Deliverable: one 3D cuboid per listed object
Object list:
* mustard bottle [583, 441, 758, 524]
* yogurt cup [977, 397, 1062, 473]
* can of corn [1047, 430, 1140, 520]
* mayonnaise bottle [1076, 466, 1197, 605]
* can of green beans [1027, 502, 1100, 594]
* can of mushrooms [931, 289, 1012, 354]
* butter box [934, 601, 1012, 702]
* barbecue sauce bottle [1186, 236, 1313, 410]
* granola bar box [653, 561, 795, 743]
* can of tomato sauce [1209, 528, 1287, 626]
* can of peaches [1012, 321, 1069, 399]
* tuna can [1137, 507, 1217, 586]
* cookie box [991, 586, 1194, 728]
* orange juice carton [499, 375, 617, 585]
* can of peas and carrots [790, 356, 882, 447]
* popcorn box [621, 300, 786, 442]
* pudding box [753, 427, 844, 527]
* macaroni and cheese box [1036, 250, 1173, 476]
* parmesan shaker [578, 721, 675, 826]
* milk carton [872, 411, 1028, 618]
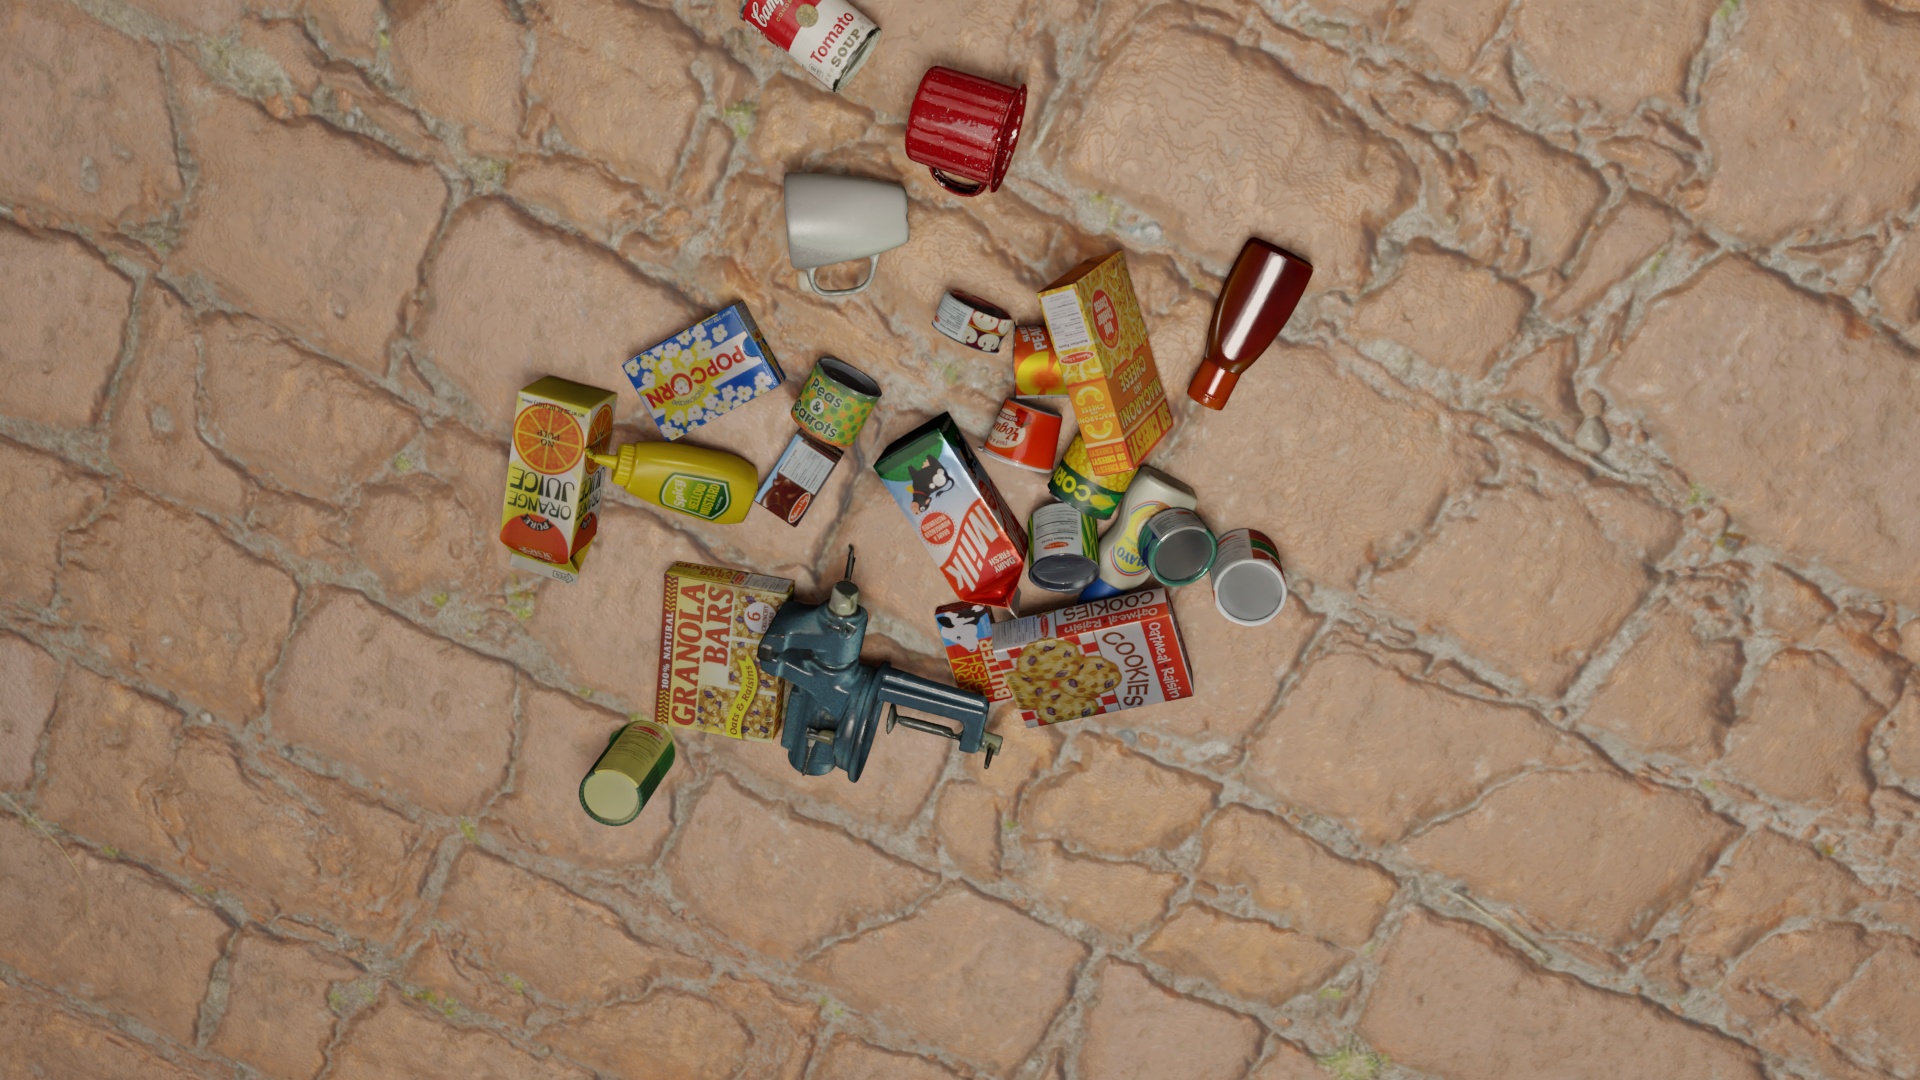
[{"bbox_3d":[-0.272,-0.060,1.295,0.160,0.049,0.065,13,123,-21],"label":"mustard bottle"},{"bbox_3d":[0.059,-0.097,1.262,0.072,0.072,0.053,18,102,1],"label":"yogurt cup"},{"bbox_3d":[0.120,-0.060,1.262,0.071,0.071,0.058,27,109,-2],"label":"can of corn"},{"bbox_3d":[0.159,0.007,1.294,0.065,0.041,0.147,25,109,-10],"label":"mayonnaise bottle"},{"bbox_3d":[0.095,0.007,1.280,0.071,0.058,0.071,0,147,0],"label":"can of green beans"},{"bbox_3d":[0.012,-0.195,1.235,0.071,0.071,0.033,23,109,-1],"label":"can of mushrooms"},{"bbox_3d":[0.014,0.109,1.355,0.053,0.024,0.103,-14,106,12],"label":"butter box"},{"bbox_3d":[0.248,-0.187,1.219,0.065,0.044,0.148,25,110,-1],"label":"barbecue sauce bottle"},{"bbox_3d":[-0.235,0.112,1.378,0.124,0.039,0.165,9,109,4],"label":"granola bar box"},{"bbox_3d":[0.263,0.035,1.269,0.071,0.083,0.071,2,109,6],"label":"can of tomato sauce"},{"bbox_3d":[0.077,-0.161,1.235,0.058,0.071,0.071,0,108,6],"label":"can of peaches"},{"bbox_3d":[0.197,0.009,1.260,0.071,0.033,0.070,-8,121,-13],"label":"tuna can"},{"bbox_3d":[0.127,0.112,1.309,0.167,0.040,0.122,-13,133,11],"label":"cookie box"},{"bbox_3d":[-0.386,-0.052,1.325,0.072,0.073,0.192,15,110,2],"label":"orange juice carton"},{"bbox_3d":[-0.115,-0.126,1.269,0.071,0.071,0.058,30,110,-4],"label":"can of peas and carrots"},{"bbox_3d":[-0.238,-0.157,1.291,0.126,0.038,0.085,-25,102,14],"label":"popcorn box"},{"bbox_3d":[-0.153,-0.061,1.317,0.049,0.030,0.083,33,109,-6],"label":"pudding box"},{"bbox_3d":[0.128,-0.154,1.201,0.040,0.124,0.166,-10,108,30],"label":"macaroni and cheese box"},{"bbox_3d":[-0.337,0.233,1.397,0.071,0.103,0.071,2,109,7],"label":"parmesan shaker"},{"bbox_3d":[0.005,-0.016,1.289,0.073,0.072,0.190,-30,102,15],"label":"milk carton"}]
